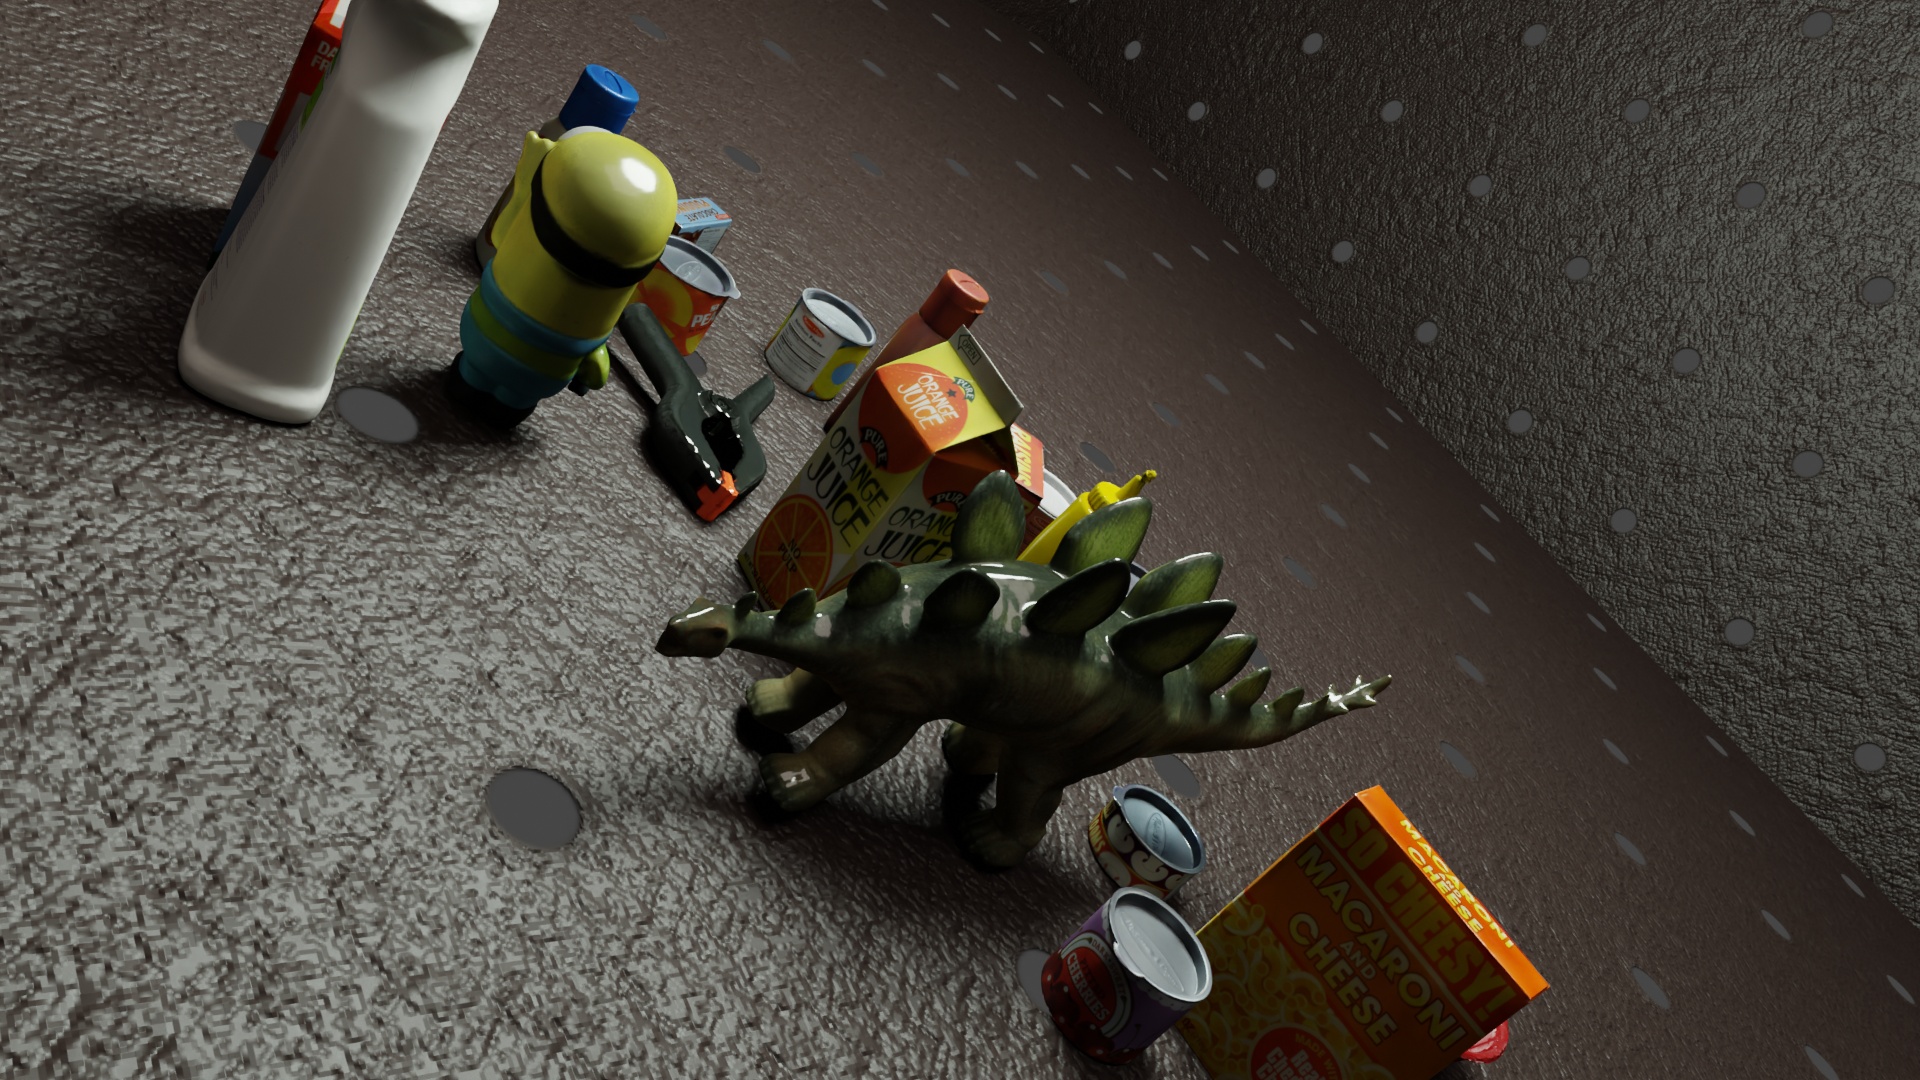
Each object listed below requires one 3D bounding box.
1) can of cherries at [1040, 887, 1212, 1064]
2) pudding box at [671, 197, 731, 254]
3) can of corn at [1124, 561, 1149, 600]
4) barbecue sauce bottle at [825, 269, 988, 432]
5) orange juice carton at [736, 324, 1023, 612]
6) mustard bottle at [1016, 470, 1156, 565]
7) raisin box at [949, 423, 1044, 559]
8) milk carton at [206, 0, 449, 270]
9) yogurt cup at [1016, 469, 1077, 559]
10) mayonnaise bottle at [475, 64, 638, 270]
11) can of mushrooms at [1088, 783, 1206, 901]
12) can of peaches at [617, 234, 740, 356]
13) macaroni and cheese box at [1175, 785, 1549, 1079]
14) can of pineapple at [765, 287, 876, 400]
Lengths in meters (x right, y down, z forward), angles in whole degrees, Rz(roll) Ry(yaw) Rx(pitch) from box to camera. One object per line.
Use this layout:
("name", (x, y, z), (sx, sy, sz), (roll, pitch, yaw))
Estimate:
("can of cherries", (0.081, 0.219, 0.698), (0.071, 0.058, 0.072), (32, 26, -17))
("pudding box", (-0.214, -0.232, 1.056), (0.030, 0.049, 0.084), (42, 25, 4))
("can of corn", (0.116, 0.055, 1.022), (0.071, 0.058, 0.071), (32, 26, -17))
("barbecue sauce bottle", (-0.036, -0.129, 1.012), (0.044, 0.148, 0.065), (46, 25, 13))
("orange juice carton", (-0.038, -0.028, 0.788), (0.073, 0.192, 0.072), (11, 37, -47))
("mustard bottle", (0.077, 0.008, 0.925), (0.049, 0.159, 0.065), (51, 26, 22))
("raisin box", (0.003, -0.011, 0.899), (0.040, 0.123, 0.086), (33, 25, -14))
("milk carton", (-0.315, -0.217, 0.721), (0.072, 0.189, 0.074), (24, 29, -31))
("yogurt cup", (0.054, -0.018, 1.064), (0.072, 0.053, 0.073), (32, 26, -17))
("mayonnaise bottle", (-0.255, -0.228, 0.876), (0.041, 0.147, 0.065), (16, 34, -42))
("can of mushrooms", (0.110, 0.180, 0.833), (0.071, 0.033, 0.071), (32, 26, -17))
("can of peaches", (-0.197, -0.168, 0.962), (0.071, 0.058, 0.071), (32, 26, -17))
("macaroni and cheese box", (0.192, 0.226, 0.712), (0.040, 0.165, 0.124), (3, 43, -53))
("can of pineapple", (-0.106, -0.149, 1.058), (0.071, 0.057, 0.071), (32, 26, -17))
